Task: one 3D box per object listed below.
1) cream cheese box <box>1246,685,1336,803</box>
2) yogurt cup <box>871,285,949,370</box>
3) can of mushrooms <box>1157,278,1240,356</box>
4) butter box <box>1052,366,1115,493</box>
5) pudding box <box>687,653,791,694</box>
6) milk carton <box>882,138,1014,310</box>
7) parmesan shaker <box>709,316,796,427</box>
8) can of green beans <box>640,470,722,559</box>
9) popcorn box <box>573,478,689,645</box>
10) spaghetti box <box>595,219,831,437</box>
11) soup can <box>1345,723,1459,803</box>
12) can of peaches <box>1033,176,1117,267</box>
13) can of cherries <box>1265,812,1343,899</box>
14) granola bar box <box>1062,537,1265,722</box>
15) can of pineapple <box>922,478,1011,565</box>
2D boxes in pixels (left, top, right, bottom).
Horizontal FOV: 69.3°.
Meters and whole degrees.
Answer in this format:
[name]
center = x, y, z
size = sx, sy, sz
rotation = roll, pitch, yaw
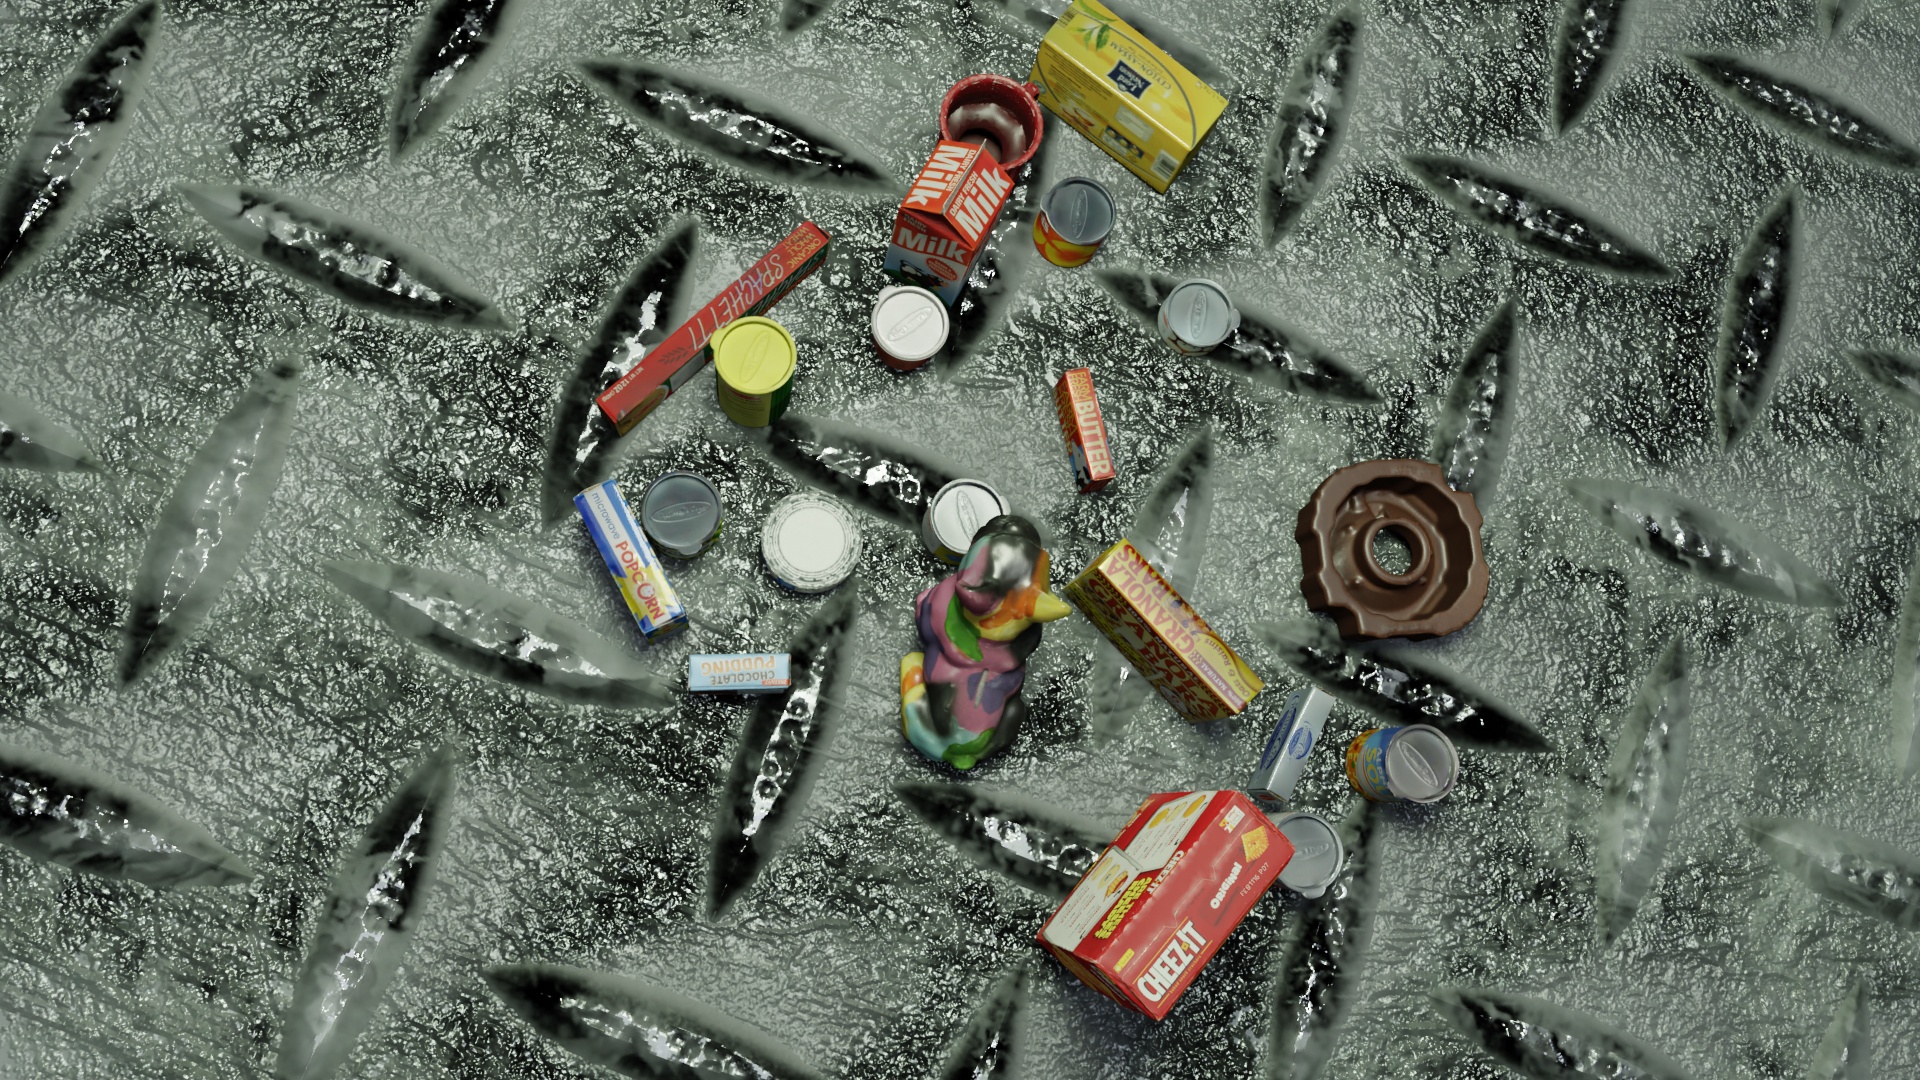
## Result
[cream cheese box]
center = 0.287, 0.178, 1.210
size = 0.024, 0.053, 0.104
rotation = 30, 76, -3
[yogurt cup]
center = -0.047, -0.184, 1.228
size = 0.072, 0.054, 0.072
rotation = 2, 79, -9
[can of mushrooms]
center = 0.220, -0.205, 1.287
size = 0.071, 0.033, 0.071
rotation = 2, 79, -9
[butter box]
center = 0.109, -0.098, 1.237
size = 0.024, 0.053, 0.103
rotation = -11, 81, -11
[pudding box]
center = -0.183, 0.111, 1.148
size = 0.084, 0.049, 0.030
rotation = 0, 79, -9
[milk carton]
center = -0.011, -0.272, 1.181
size = 0.073, 0.190, 0.072
rotation = 30, 76, -3
[parmesan shaker]
center = -0.176, -0.142, 1.173
size = 0.071, 0.103, 0.071
rotation = 2, 79, -9
[can of green beans]
center = -0.232, -0.020, 1.162
size = 0.071, 0.057, 0.071
rotation = 2, 79, -9
[popcorn box]
center = -0.267, 0.019, 1.134
size = 0.038, 0.085, 0.127
rotation = -28, 84, -13
[spaghetti box]
center = -0.211, -0.185, 1.203
size = 0.028, 0.050, 0.251
rotation = 45, 75, 1
[soup can]
center = 0.380, 0.196, 1.206
size = 0.071, 0.083, 0.071
rotation = 2, 79, -9
[can of peaches]
center = 0.102, -0.291, 1.272
size = 0.071, 0.058, 0.071
rotation = 2, 79, -9
[can of cherries]
center = 0.285, 0.269, 1.189
size = 0.071, 0.058, 0.071
rotation = 2, 79, -9
[granola bar box]
center = 0.167, 0.080, 1.174
size = 0.039, 0.124, 0.165
rotation = -43, 88, -14
[can of pineapple]
center = 0.004, -0.015, 1.200
size = 0.071, 0.057, 0.071
rotation = 2, 79, -9
